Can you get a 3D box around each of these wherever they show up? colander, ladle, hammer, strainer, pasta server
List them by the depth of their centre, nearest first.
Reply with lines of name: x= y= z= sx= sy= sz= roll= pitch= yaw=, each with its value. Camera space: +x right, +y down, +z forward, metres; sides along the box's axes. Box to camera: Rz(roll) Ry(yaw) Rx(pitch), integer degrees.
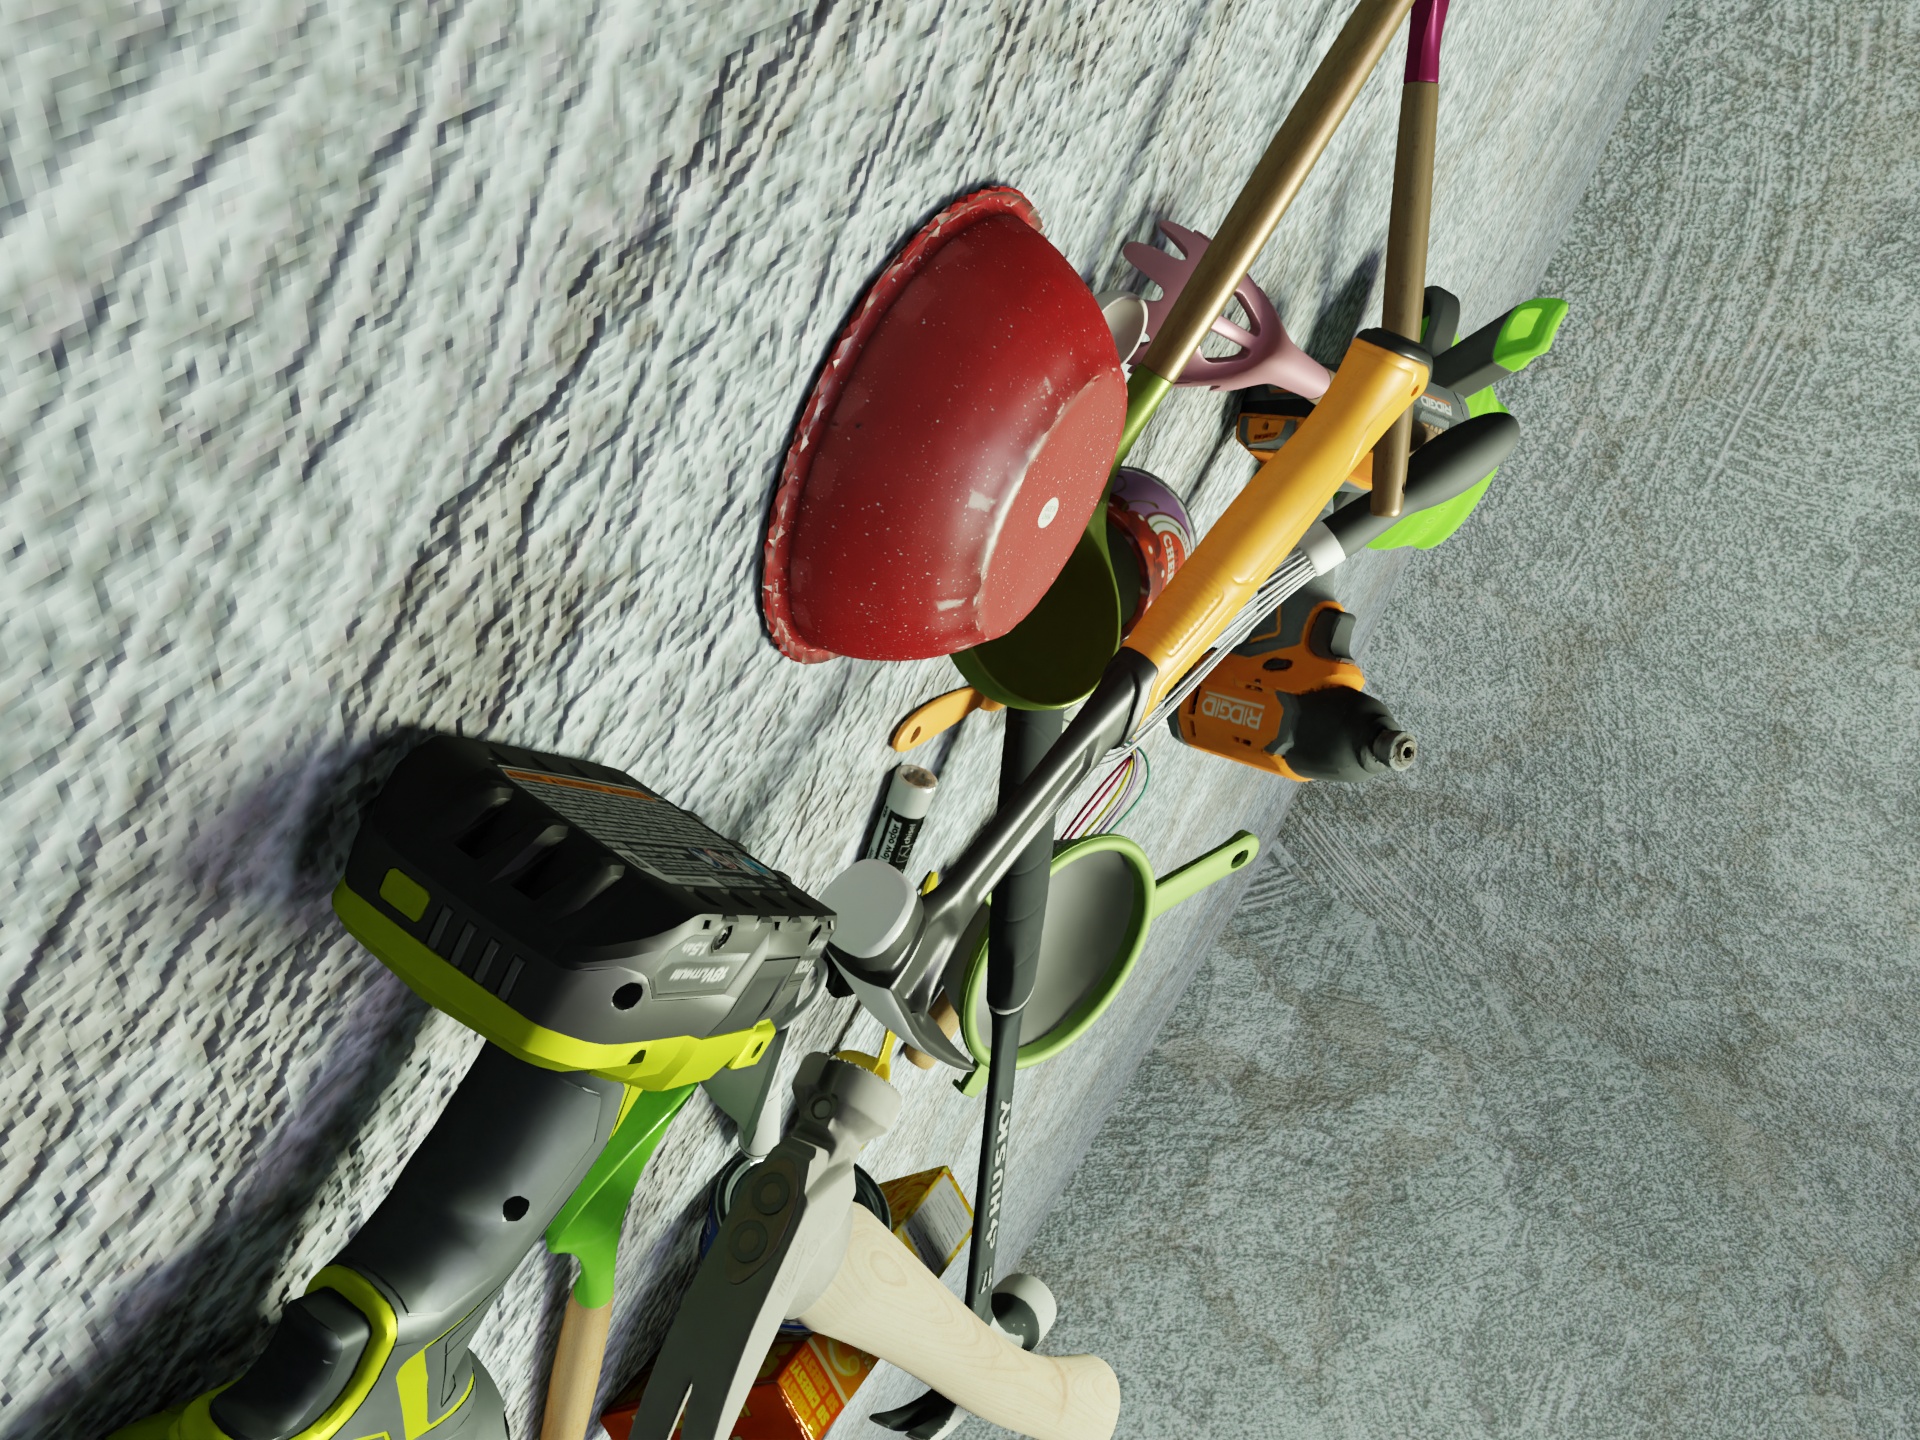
ladle: x=0.090 y=-0.144 z=0.568 sx=0.078 sy=0.062 sz=0.320 roll=22 pitch=109 yaw=-30
hammer: x=0.075 y=-0.021 z=0.594 sx=0.337 sy=0.034 sz=0.127 roll=-50 pitch=151 yaw=-17
strainer: x=-0.082 y=0.140 z=0.629 sx=0.258 sy=0.050 sz=0.087 roll=103 pitch=0 yaw=-61
hammer: x=-0.005 y=0.280 z=0.679 sx=0.146 sy=0.038 sz=0.410 roll=-64 pitch=148 yaw=-22
pasta server: x=0.165 y=-0.149 z=0.717 sx=0.316 sy=0.040 sz=0.060 roll=7 pitch=113 yaw=-53
hammer: x=0.018 y=0.145 z=0.746 sx=0.149 sy=0.036 sz=0.409 roll=-22 pitch=120 yaw=-61
strainer: x=0.076 y=0.104 z=0.942 sx=0.256 sy=0.069 sz=0.151 roll=-22 pitch=129 yaw=-39
colander: x=0.315 y=-0.185 z=1.010 sx=0.204 sy=0.094 sz=0.397 roll=-63 pitch=-176 yaw=-2

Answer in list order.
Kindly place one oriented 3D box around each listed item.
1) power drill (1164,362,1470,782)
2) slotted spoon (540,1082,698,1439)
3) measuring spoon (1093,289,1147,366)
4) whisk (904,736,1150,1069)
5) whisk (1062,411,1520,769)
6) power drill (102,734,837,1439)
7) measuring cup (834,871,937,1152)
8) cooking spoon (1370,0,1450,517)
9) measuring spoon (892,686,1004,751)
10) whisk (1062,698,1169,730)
power drill: x=0.206 y=-0.078 z=0.884 sx=0.084 sy=0.164 sz=0.226 roll=9 pitch=97 yaw=-36
slotted spoon: x=-0.147 y=0.235 z=0.615 sx=0.070 sy=0.031 sz=0.313 roll=-44 pitch=159 yaw=-48
measuring spoon: x=0.033 y=-0.111 z=0.612 sx=0.034 sy=0.018 sz=0.124 roll=-8 pitch=134 yaw=-49
whisk: x=0.042 y=0.109 z=0.980 sx=0.245 sy=0.051 sz=0.047 roll=-56 pitch=170 yaw=-6
whisk: x=0.146 y=-0.066 z=0.771 sx=0.284 sy=0.070 sz=0.070 roll=-33 pitch=165 yaw=5
power drill: x=-0.134 y=0.122 z=0.360 sx=0.228 sy=0.080 sz=0.190 roll=-59 pitch=165 yaw=1
measuring cup: x=-0.046 y=0.149 z=0.813 sx=0.062 sy=0.029 sz=0.156 roll=20 pitch=87 yaw=-75
cooking spoon: x=0.196 y=-0.248 z=0.687 sx=0.069 sy=0.017 sz=0.319 roll=-25 pitch=118 yaw=-63
measuring spoon: x=-0.001 y=-0.002 z=0.691 sx=0.117 sy=0.011 sz=0.021 roll=-27 pitch=143 yaw=-65
whisk: x=0.098 y=-0.012 z=0.947 sx=0.246 sy=0.059 sz=0.058 roll=-15 pitch=95 yaw=-65
